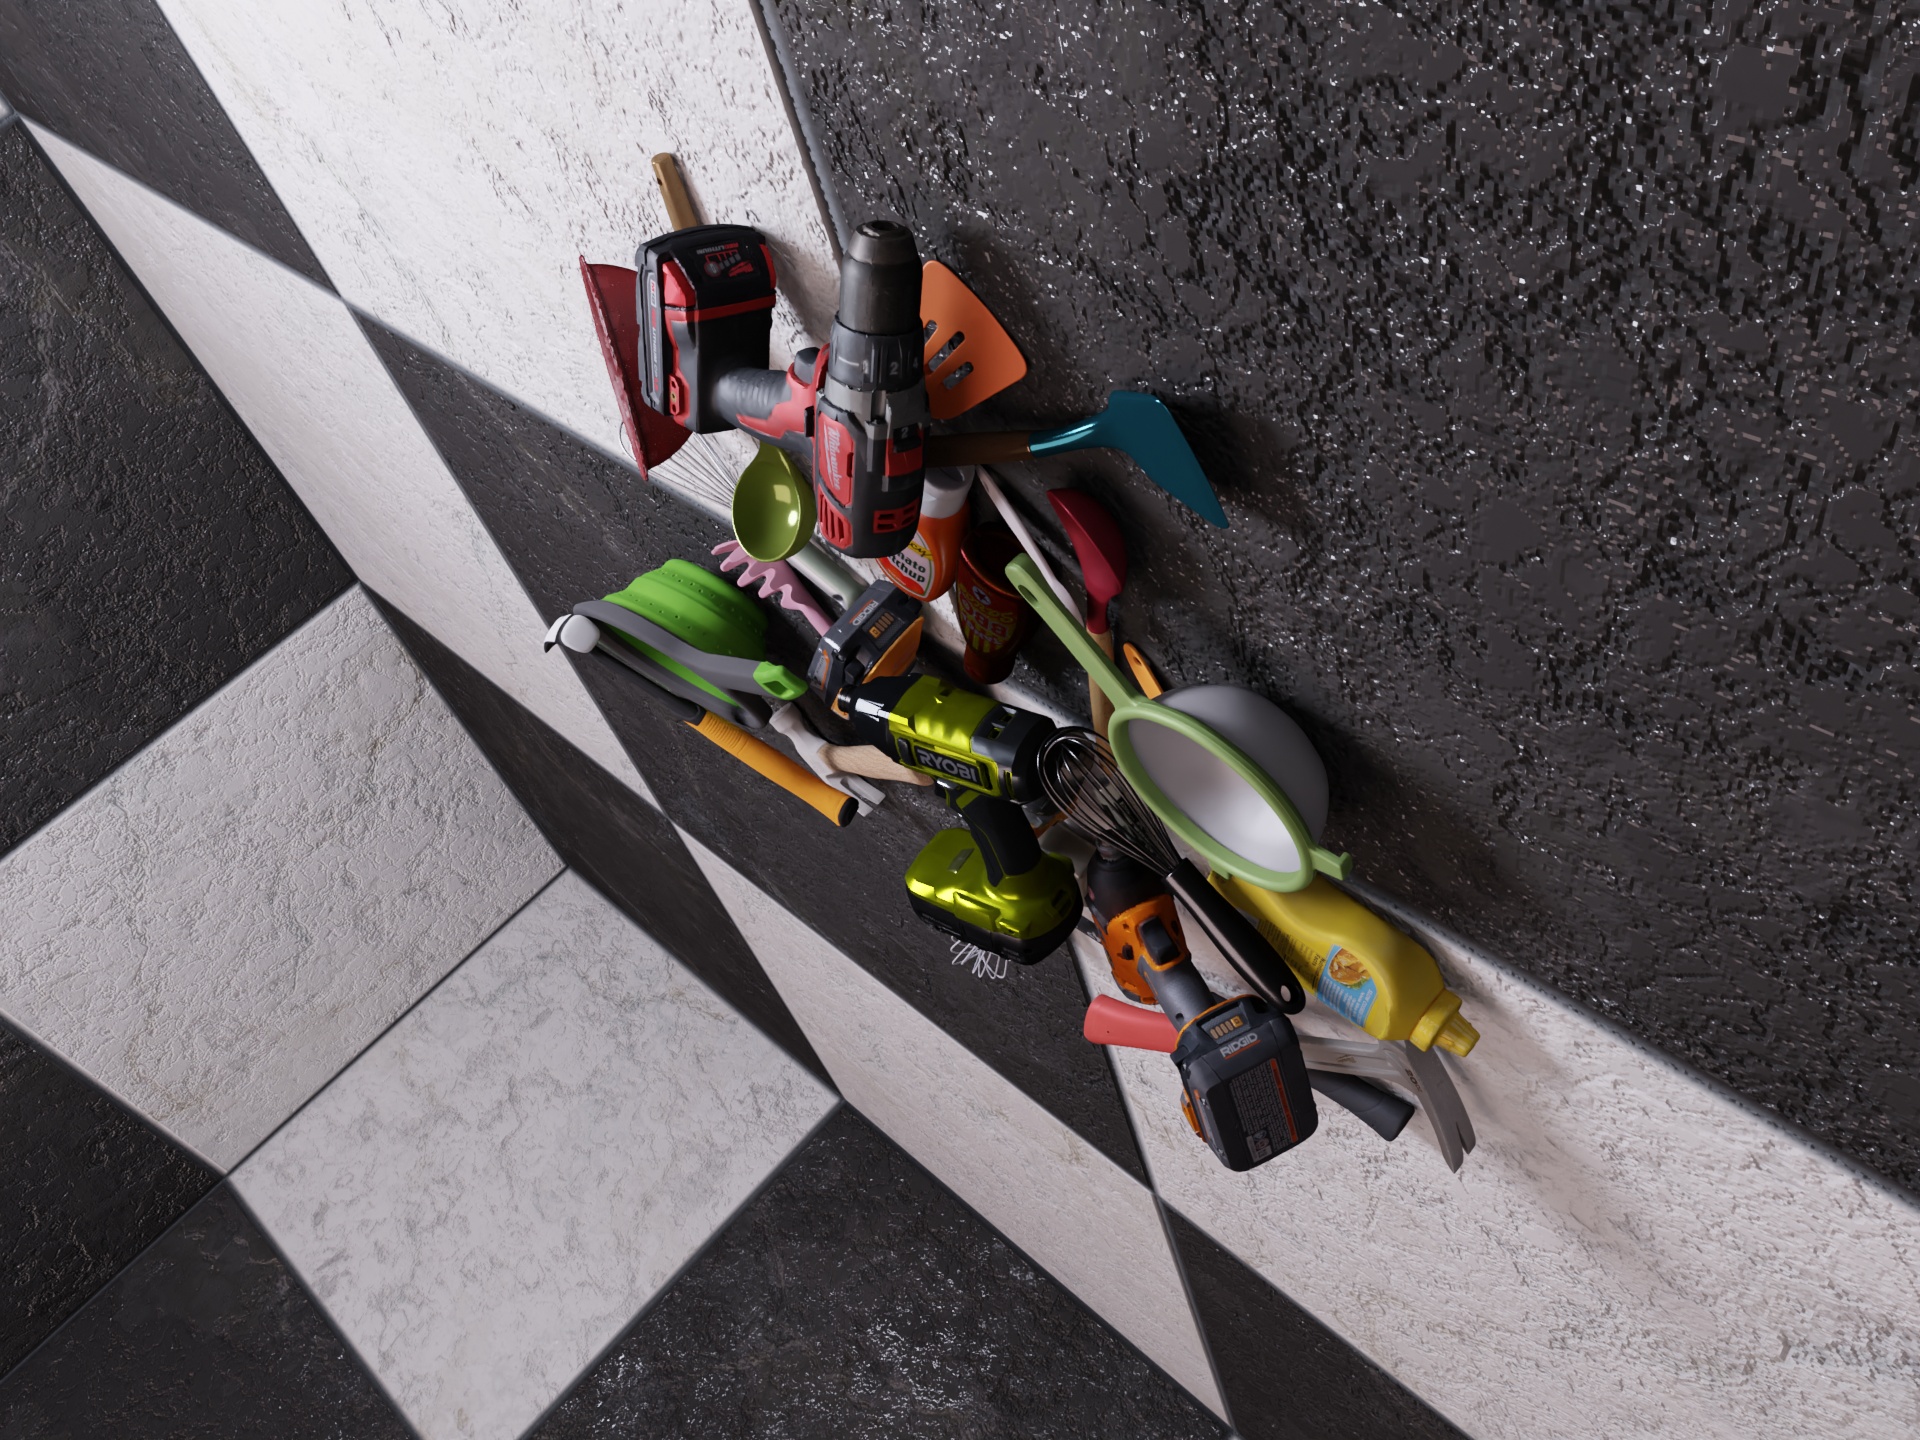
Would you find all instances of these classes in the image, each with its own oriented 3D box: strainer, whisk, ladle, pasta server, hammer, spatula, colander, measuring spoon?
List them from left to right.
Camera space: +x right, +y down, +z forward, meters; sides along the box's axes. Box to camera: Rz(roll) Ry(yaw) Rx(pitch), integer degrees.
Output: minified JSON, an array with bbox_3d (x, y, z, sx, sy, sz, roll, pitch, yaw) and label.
[{"bbox_3d":[-0.239,0.004,1.501,0.336,0.034,0.127,34,168,-20],"label":"hammer"},{"bbox_3d":[-0.164,-0.239,1.102,0.078,0.062,0.319,31,153,35],"label":"ladle"},{"bbox_3d":[-0.206,-0.076,1.396,0.204,0.094,0.397,36,168,-27],"label":"colander"},{"bbox_3d":[-0.172,-0.168,1.261,0.246,0.059,0.057,39,159,5],"label":"whisk"},{"bbox_3d":[-0.089,-0.040,1.359,0.316,0.040,0.060,48,166,-9],"label":"pasta server"},{"bbox_3d":[-0.088,0.040,1.484,0.130,0.031,0.331,50,165,-14],"label":"hammer"},{"bbox_3d":[-0.041,-0.189,1.006,0.081,0.041,0.322,48,164,-5],"label":"spatula"},{"bbox_3d":[0.018,-0.148,0.892,0.318,0.044,0.082,6,141,46],"label":"spatula"},{"bbox_3d":[0.038,0.168,1.376,0.070,0.070,0.284,42,158,9],"label":"whisk"},{"bbox_3d":[0.037,-0.103,0.976,0.124,0.018,0.034,59,172,8],"label":"measuring spoon"},{"bbox_3d":[0.089,-0.045,1.014,0.069,0.031,0.315,55,169,30],"label":"ladle"},{"bbox_3d":[0.136,0.099,1.020,0.239,0.055,0.055,48,160,2],"label":"whisk"},{"bbox_3d":[0.138,-0.004,1.024,0.116,0.011,0.021,56,163,-17],"label":"measuring spoon"},{"bbox_3d":[0.130,-0.012,0.932,0.256,0.069,0.151,49,163,-8],"label":"strainer"},{"bbox_3d":[0.193,0.223,1.312,0.409,0.036,0.149,29,153,38],"label":"hammer"},{"bbox_3d":[0.223,0.256,1.226,0.359,0.037,0.149,-8,116,56],"label":"hammer"}]

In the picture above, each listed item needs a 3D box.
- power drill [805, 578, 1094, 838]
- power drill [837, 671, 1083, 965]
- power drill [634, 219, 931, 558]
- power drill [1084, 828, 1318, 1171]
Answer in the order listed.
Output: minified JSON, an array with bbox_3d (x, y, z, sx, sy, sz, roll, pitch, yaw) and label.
[{"bbox_3d":[-0.002,-0.004,1.201,0.226,0.084,0.185,41,158,2],"label":"power drill"},{"bbox_3d":[0.003,0.064,1.145,0.171,0.080,0.223,18,142,31],"label":"power drill"},{"bbox_3d":[-0.097,-0.218,0.919,0.227,0.080,0.187,38,137,37],"label":"power drill"},{"bbox_3d":[0.156,0.184,1.119,0.227,0.084,0.164,57,172,51],"label":"power drill"}]
